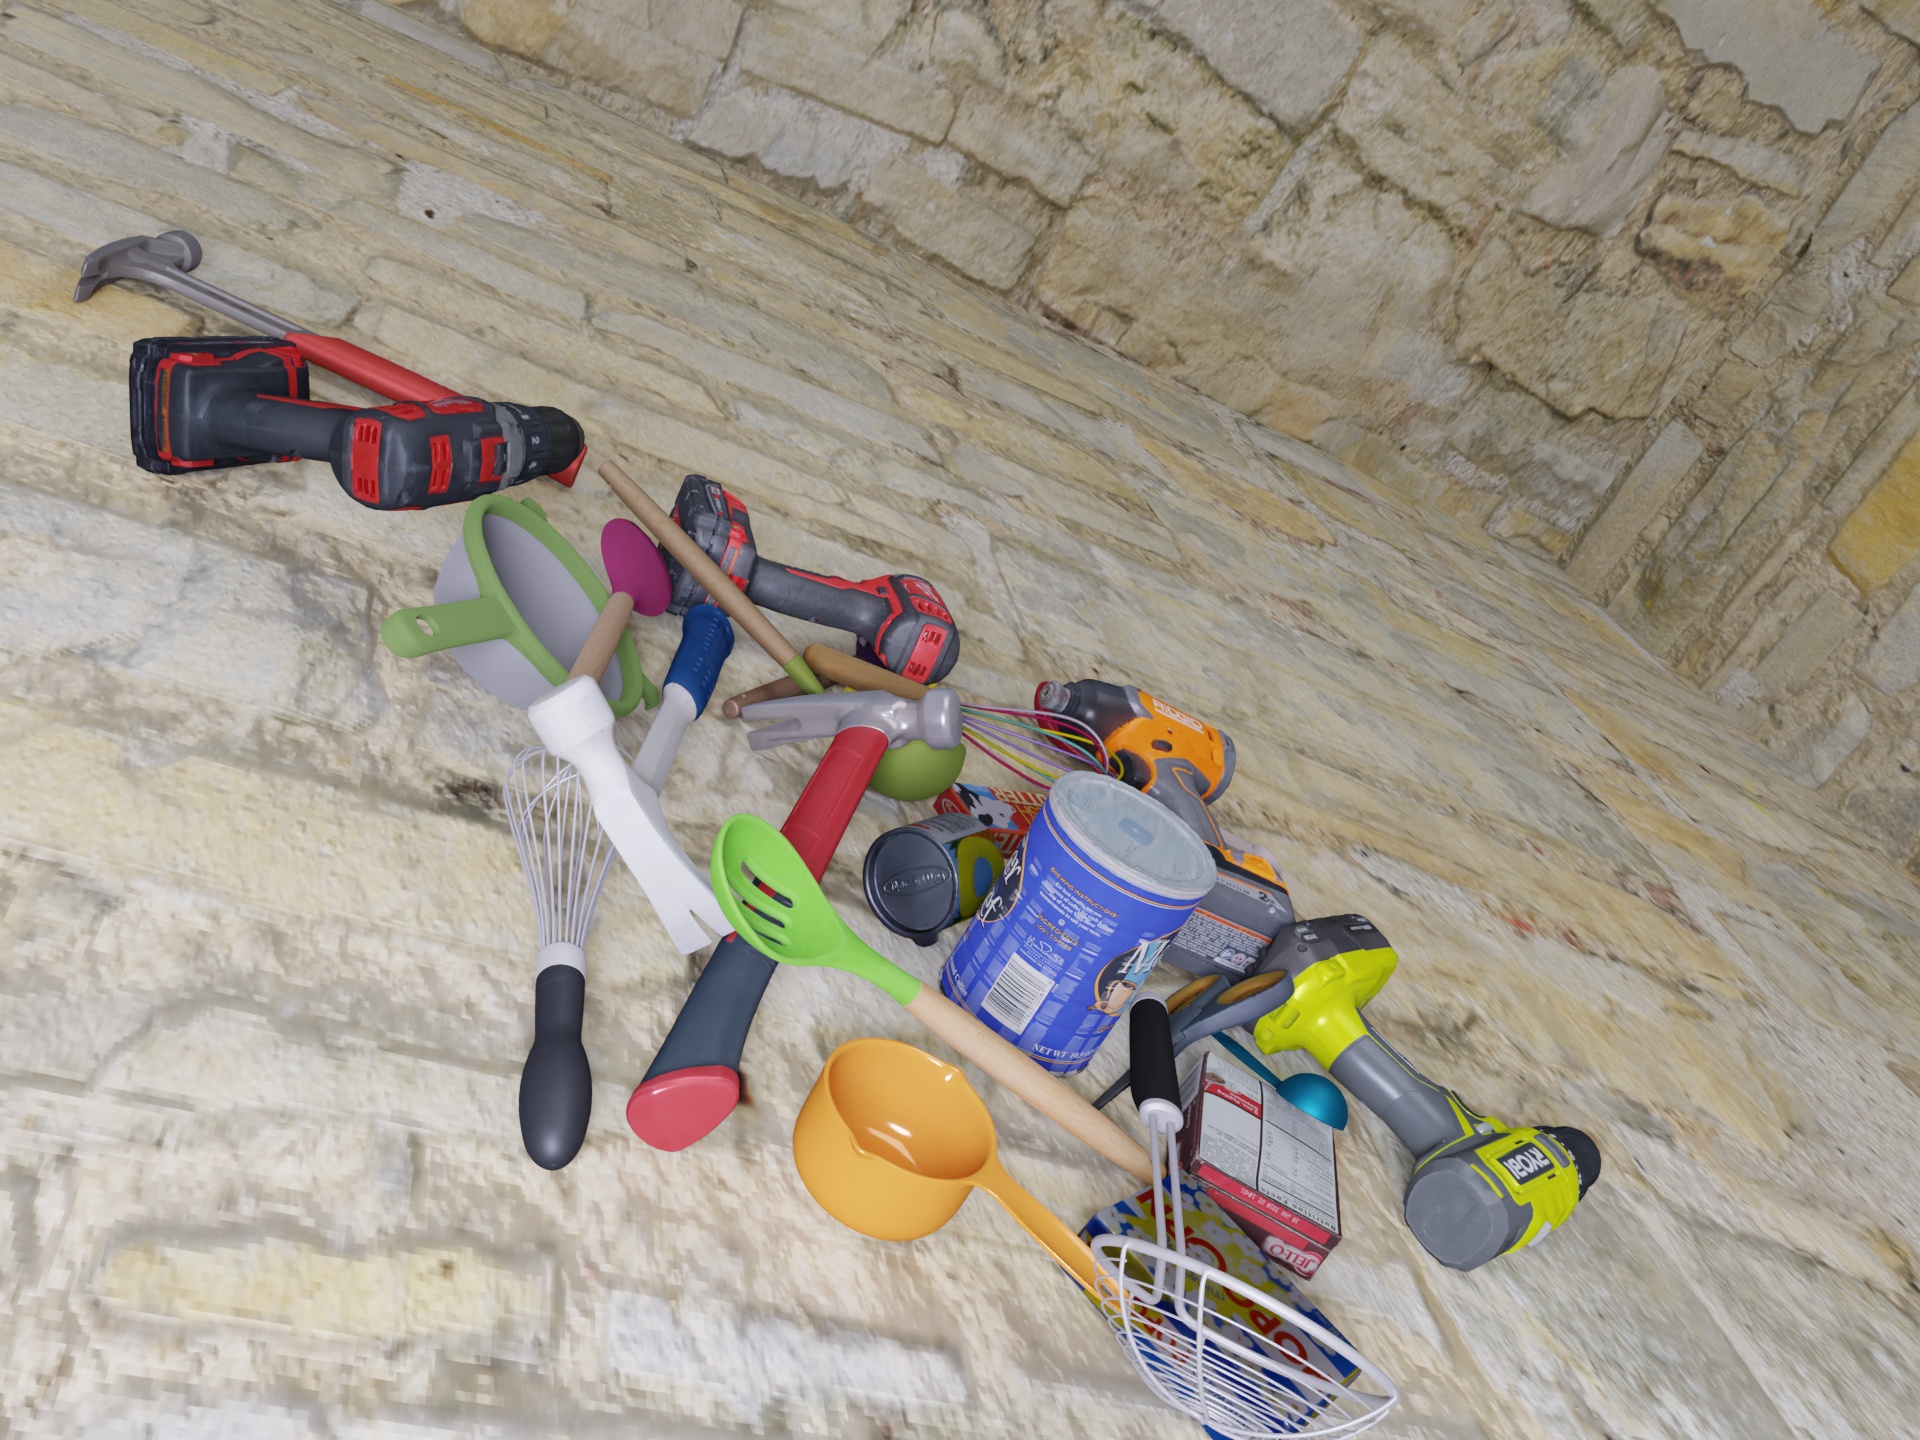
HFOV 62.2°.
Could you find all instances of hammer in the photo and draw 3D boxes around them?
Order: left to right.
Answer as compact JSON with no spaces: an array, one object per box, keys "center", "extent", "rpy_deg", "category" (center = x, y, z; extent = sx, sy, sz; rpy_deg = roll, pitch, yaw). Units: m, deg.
[{"center":[-0.455,-0.265,1.190],"extent":[0.359,0.036,0.149],"rpy_deg":[25,24,-11],"category":"hammer"},{"center":[-0.159,-0.001,0.906],"extent":[0.144,0.035,0.406],"rpy_deg":[62,4,-15],"category":"hammer"},{"center":[-0.106,0.084,0.853],"extent":[0.143,0.038,0.386],"rpy_deg":[-3,27,15],"category":"hammer"}]

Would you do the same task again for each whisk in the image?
[{"center":[-0.189,0.095,0.752],"extent":[0.070,0.070,0.285],"rpy_deg":[19,30,-24],"category":"whisk"},{"center":[-0.001,-0.004,1.085],"extent":[0.245,0.047,0.051],"rpy_deg":[22,-25,21],"category":"whisk"}]

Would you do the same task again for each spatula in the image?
[{"center":[-0.090,-0.039,1.180],"extent":[0.060,0.018,0.316],"rpy_deg":[28,21,15],"category":"spatula"}]

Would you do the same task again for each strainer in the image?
[{"center":[-0.266,-0.045,0.881],"extent":[0.151,0.069,0.256],"rpy_deg":[58,12,-2],"category":"strainer"}]

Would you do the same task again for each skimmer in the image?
[{"center":[0.115,0.197,0.740],"extent":[0.127,0.090,0.363],"rpy_deg":[33,16,-7],"category":"skimmer"}]

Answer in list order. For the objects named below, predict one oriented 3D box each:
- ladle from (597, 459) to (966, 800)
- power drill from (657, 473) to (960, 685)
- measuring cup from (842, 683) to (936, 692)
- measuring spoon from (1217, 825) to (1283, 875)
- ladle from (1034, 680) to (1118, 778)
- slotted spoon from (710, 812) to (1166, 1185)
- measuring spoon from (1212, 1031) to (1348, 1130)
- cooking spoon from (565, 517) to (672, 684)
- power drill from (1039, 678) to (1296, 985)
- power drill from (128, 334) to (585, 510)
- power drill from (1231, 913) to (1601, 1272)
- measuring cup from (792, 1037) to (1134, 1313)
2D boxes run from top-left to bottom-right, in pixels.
[{"center":[-0.123,-0.066,1.068],"extent":[0.320,0.062,0.078],"rpy_deg":[46,-17,5],"category":"ladle"},{"center":[-0.112,-0.101,1.184],"extent":[0.219,0.078,0.143],"rpy_deg":[19,19,-20],"category":"power drill"},{"center":[-0.043,-0.024,1.188],"extent":[0.062,0.029,0.156],"rpy_deg":[33,25,7],"category":"measuring cup"},{"center":[0.200,0.095,1.232],"extent":[0.124,0.018,0.034],"rpy_deg":[27,28,-25],"category":"measuring spoon"},{"center":[0.148,0.079,1.211],"extent":[0.069,0.031,0.316],"rpy_deg":[12,30,-49],"category":"ladle"},{"center":[-0.007,0.150,0.786],"extent":[0.313,0.031,0.070],"rpy_deg":[40,32,-22],"category":"slotted spoon"},{"center":[0.182,0.198,0.923],"extent":[0.042,0.021,0.129],"rpy_deg":[29,2,-28],"category":"measuring spoon"},{"center":[-0.207,-0.062,0.954],"extent":[0.068,0.017,0.319],"rpy_deg":[56,11,-20],"category":"cooking spoon"},{"center":[0.136,0.062,1.111],"extent":[0.164,0.084,0.227],"rpy_deg":[25,32,-26],"category":"power drill"},{"center":[-0.362,-0.180,0.972],"extent":[0.227,0.080,0.188],"rpy_deg":[14,18,19],"category":"power drill"},{"center":[0.295,0.231,1.012],"extent":[0.190,0.080,0.229],"rpy_deg":[1,39,-48],"category":"power drill"},{"center":[-0.002,0.220,0.718],"extent":[0.174,0.052,0.095],"rpy_deg":[39,24,15],"category":"measuring cup"}]
